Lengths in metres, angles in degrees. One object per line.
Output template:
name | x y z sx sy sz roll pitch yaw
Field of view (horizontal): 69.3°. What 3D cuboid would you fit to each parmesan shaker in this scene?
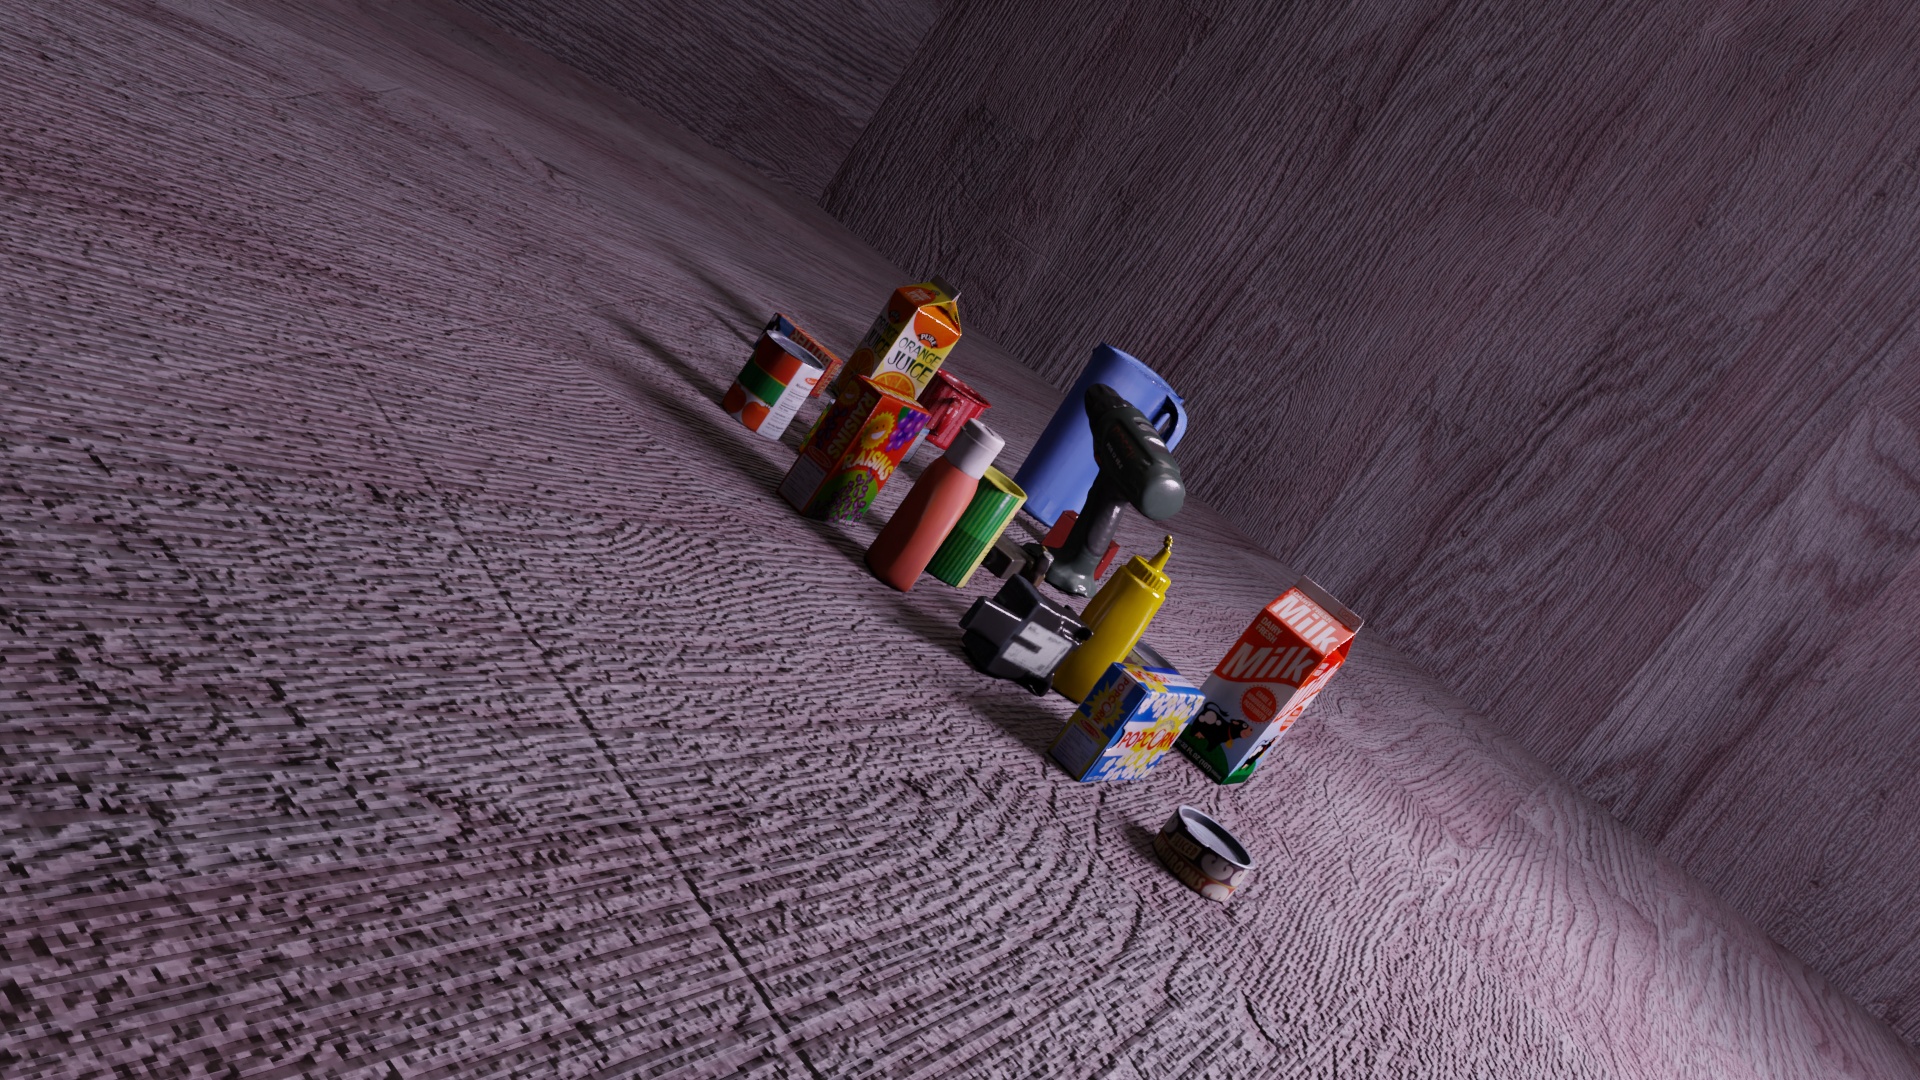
parmesan shaker | 0.005 -0.016 1.263 0.071 0.103 0.071 34 12 -8

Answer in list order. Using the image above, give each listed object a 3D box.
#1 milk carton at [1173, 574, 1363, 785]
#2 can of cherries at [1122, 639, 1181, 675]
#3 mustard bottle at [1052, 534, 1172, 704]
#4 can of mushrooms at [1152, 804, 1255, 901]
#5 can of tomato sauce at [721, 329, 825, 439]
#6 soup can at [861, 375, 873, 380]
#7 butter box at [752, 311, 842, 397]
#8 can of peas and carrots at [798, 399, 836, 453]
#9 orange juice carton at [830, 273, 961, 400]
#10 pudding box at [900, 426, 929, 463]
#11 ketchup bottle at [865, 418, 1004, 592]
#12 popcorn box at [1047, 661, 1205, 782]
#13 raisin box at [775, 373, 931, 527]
milk carton | 0.277 0.126 1.251 0.072 0.190 0.073 41 13 27
can of cherries | 0.152 0.123 1.236 0.071 0.058 0.071 34 12 -8
mustard bottle | 0.134 0.063 1.175 0.049 0.160 0.065 34 12 -8
can of mushrooms | 0.169 0.219 0.976 0.071 0.033 0.071 34 12 -8
can of tomato sauce | -0.179 -0.148 1.319 0.071 0.083 0.071 34 12 -8
soup can | -0.097 -0.116 1.417 0.071 0.083 0.071 34 12 -8
butter box | -0.190 -0.217 1.626 0.104 0.053 0.024 40 12 21
can of peas and carrots | -0.114 -0.094 1.347 0.071 0.058 0.071 34 12 -8
orange juice carton | -0.068 -0.234 1.688 0.073 0.192 0.072 27 14 -36
pudding box | -0.071 -0.117 1.571 0.030 0.049 0.084 39 12 15
ketchup bottle | -0.021 -0.031 1.144 0.043 0.148 0.065 31 12 -23
popcorn box | 0.128 0.138 1.051 0.038 0.085 0.127 42 13 28
raisin box | -0.090 -0.075 1.186 0.040 0.123 0.086 41 13 27
